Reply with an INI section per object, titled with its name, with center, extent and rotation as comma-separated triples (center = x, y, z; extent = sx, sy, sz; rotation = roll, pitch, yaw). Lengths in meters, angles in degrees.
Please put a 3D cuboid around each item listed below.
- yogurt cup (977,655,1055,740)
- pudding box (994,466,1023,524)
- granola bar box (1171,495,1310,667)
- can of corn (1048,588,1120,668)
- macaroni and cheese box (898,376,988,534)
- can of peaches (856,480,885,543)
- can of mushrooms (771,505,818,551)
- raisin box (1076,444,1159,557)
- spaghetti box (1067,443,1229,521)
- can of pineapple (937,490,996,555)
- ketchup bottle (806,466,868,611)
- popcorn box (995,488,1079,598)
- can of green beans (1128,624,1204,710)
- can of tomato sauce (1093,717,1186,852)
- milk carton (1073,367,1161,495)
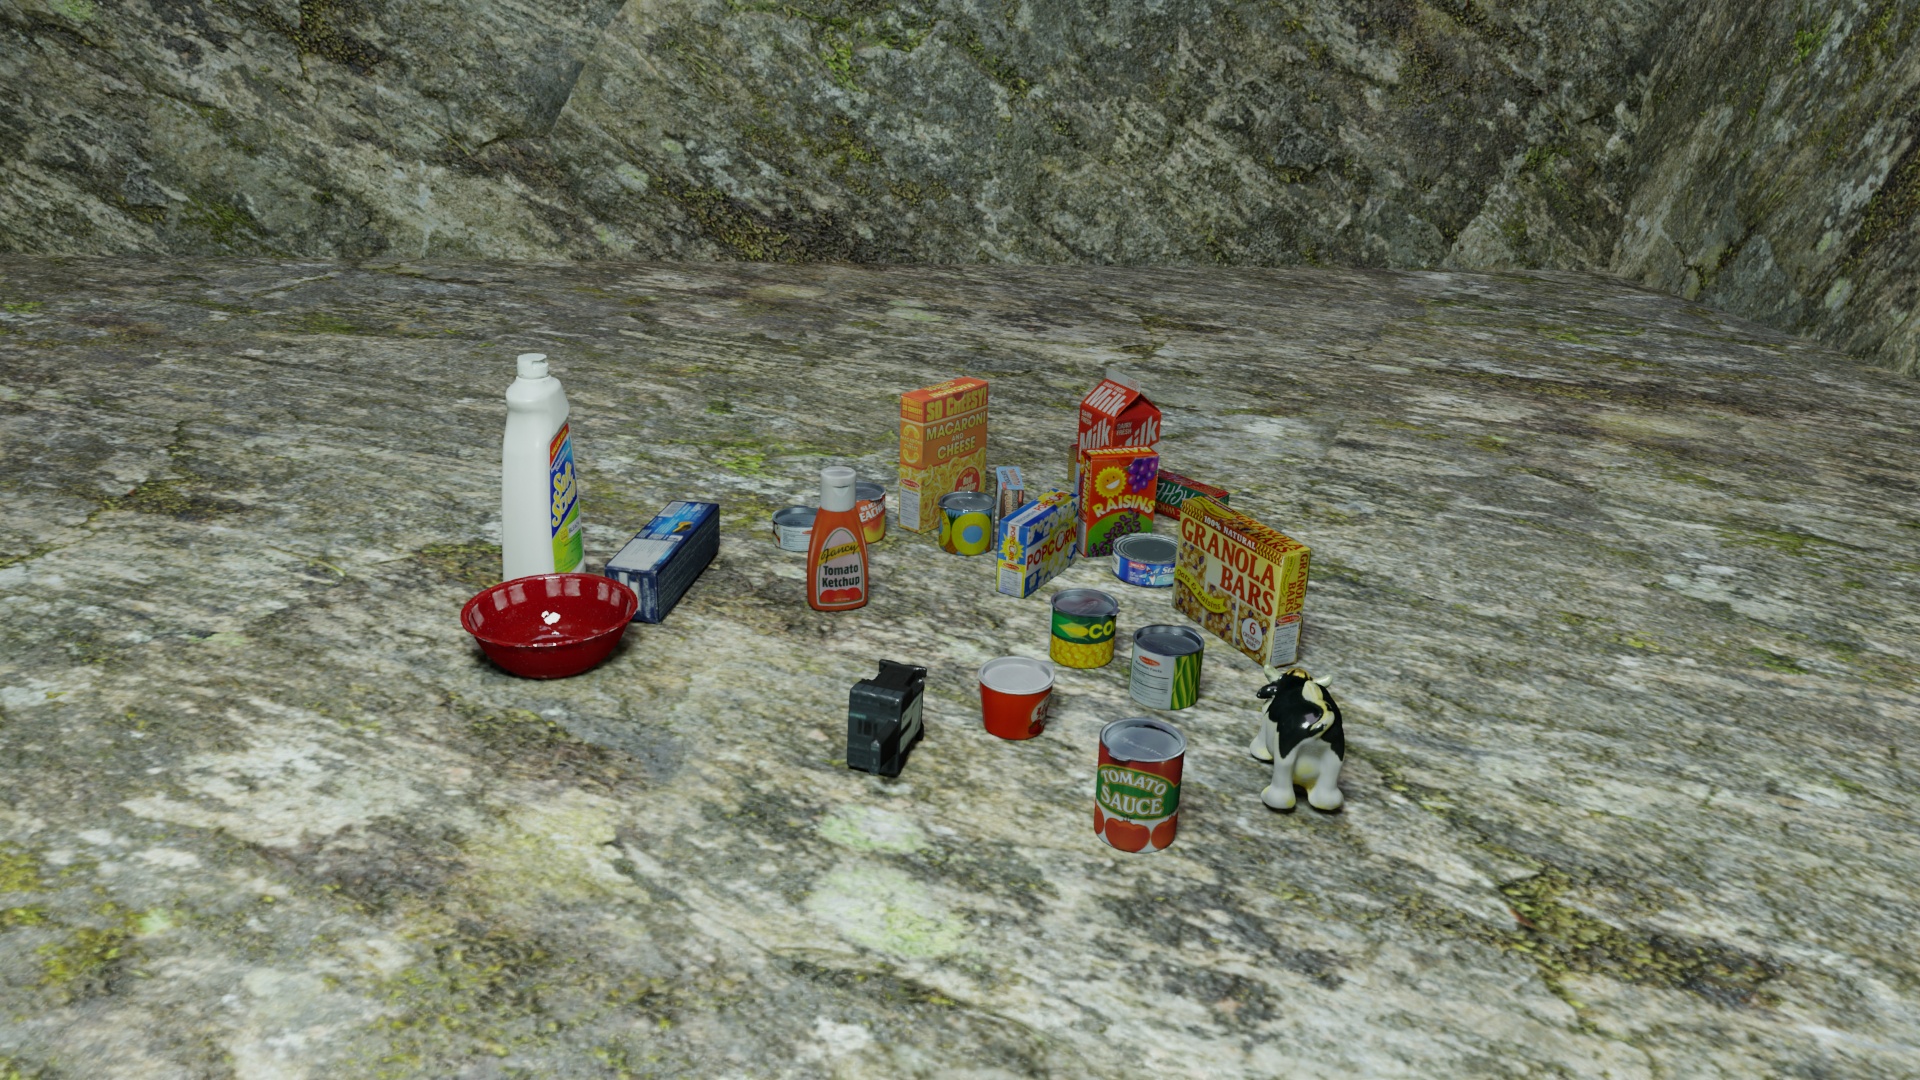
[yogurt cup]
center = 0.048, 0.140, 1.228
extent = 0.072, 0.053, 0.072
rotation = 2, 22, -1
[pudding box]
center = 0.060, -0.056, 1.723
extent = 0.030, 0.049, 0.084
rotation = 1, 22, -3
[granola bar box]
center = 0.282, 0.039, 1.407
extent = 0.039, 0.123, 0.166
rotation = -9, 24, -26
[can of corn]
center = 0.122, 0.087, 1.362
extent = 0.071, 0.058, 0.071
rotation = 2, 22, -1
[macaroni and cheese box]
center = -0.019, -0.104, 1.680
extent = 0.040, 0.165, 0.124
rotation = 19, 27, 36
[can of peaches]
center = -0.120, -0.032, 1.636
extent = 0.071, 0.057, 0.071
rotation = 2, 22, -1
[can of mushrooms]
center = -0.186, -0.014, 1.618
extent = 0.071, 0.033, 0.071
rotation = 2, 22, -1
[raisin box]
center = 0.180, -0.046, 1.611
extent = 0.086, 0.123, 0.040
rotation = -4, 22, -15
[spaghetti box]
center = 0.236, -0.069, 1.772
extent = 0.029, 0.050, 0.250
rotation = -17, 29, -40
[can of pineapple]
center = 0.006, -0.020, 1.618
extent = 0.071, 0.057, 0.071
rotation = 2, 22, -1
[ketchup bottle]
center = -0.127, -0.002, 1.438
extent = 0.065, 0.148, 0.044
rotation = -4, 22, -15
[popcorn box]
center = 0.086, 0.002, 1.534
extent = 0.038, 0.085, 0.127
rotation = 14, 25, 27
[can of green beans]
center = 0.191, 0.118, 1.292
extent = 0.071, 0.057, 0.071
rotation = 2, 22, -1
[can of tomato sauce]
center = 0.137, 0.190, 1.074
extent = 0.071, 0.082, 0.071
rotation = 2, 22, -1
[milk carton]
center = 0.189, -0.109, 1.679
extent = 0.074, 0.189, 0.072
rotation = -10, 25, -28
